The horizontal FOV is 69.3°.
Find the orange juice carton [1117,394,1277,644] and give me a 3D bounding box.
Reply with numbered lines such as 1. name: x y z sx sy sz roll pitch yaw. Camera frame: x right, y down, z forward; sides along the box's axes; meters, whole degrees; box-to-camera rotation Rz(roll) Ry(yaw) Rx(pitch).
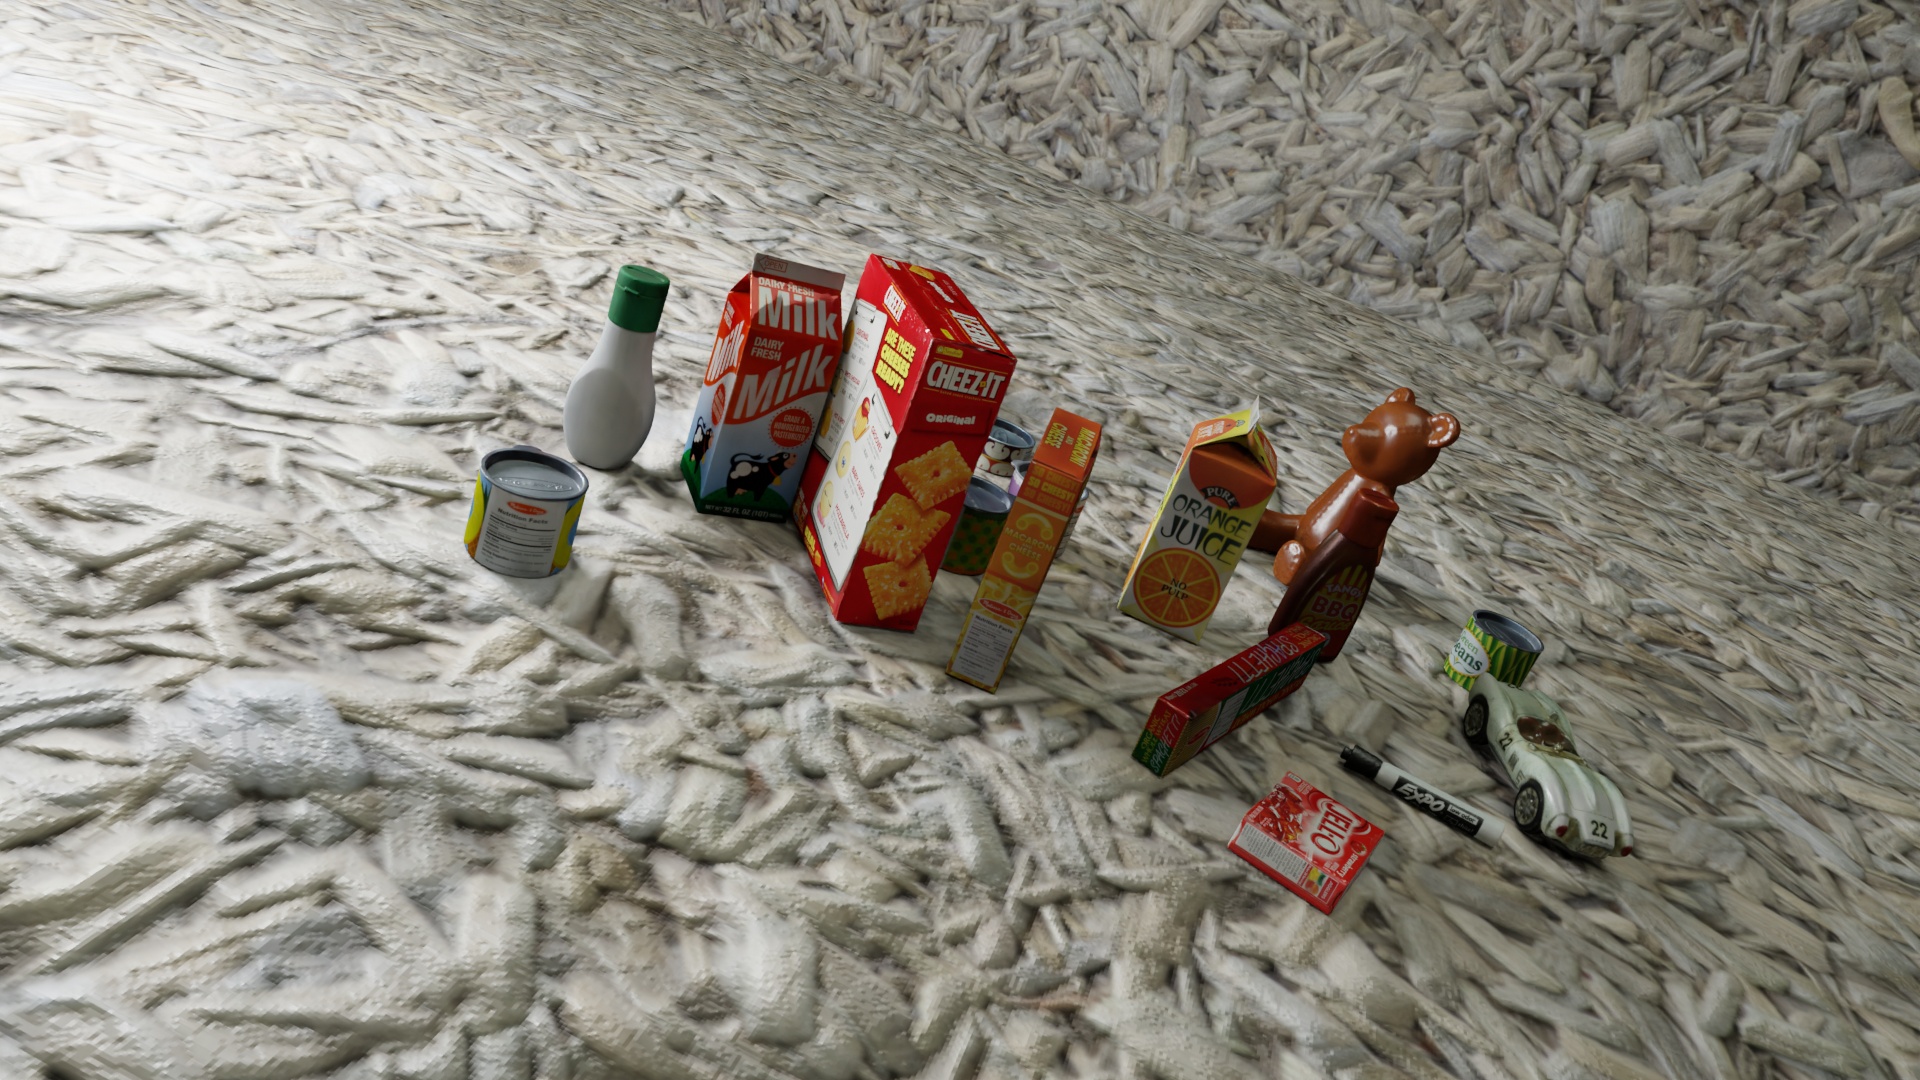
1. orange juice carton: 0.197 -0.023 1.104 0.073 0.191 0.072 24 24 4

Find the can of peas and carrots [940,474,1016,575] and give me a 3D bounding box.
1. can of peas and carrots: 0.004 -0.014 1.089 0.071 0.058 0.071 18 24 -8

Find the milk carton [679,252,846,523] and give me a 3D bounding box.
1. milk carton: -0.143 -0.115 1.017 0.072 0.189 0.074 9 27 -28

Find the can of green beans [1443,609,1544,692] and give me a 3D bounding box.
1. can of green beans: 0.473 0.103 1.235 0.071 0.057 0.071 18 24 -8

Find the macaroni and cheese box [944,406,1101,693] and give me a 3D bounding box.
1. macaroni and cheese box: 0.046 0.004 0.954 0.040 0.165 0.124 23 24 2

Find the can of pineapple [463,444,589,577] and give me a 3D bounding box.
1. can of pineapple: -0.272 -0.018 0.871 0.071 0.057 0.071 18 24 -8

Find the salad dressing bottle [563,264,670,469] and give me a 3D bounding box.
1. salad dressing bottle: -0.246 -0.125 1.006 0.064 0.147 0.044 23 24 2

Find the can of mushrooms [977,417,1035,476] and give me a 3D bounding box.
1. can of mushrooms: 0.032 -0.090 1.303 0.071 0.033 0.071 18 24 -8

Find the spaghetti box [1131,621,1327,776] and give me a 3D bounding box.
1. spaghetti box: 0.201 0.109 1.005 0.029 0.050 0.251 34 27 26

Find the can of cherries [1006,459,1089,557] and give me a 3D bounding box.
1. can of cherries: 0.065 -0.027 1.169 0.071 0.058 0.072 18 24 -8

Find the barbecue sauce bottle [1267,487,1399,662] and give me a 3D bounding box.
1. barbecue sauce bottle: 0.312 0.028 1.146 0.065 0.148 0.044 13 25 -19
